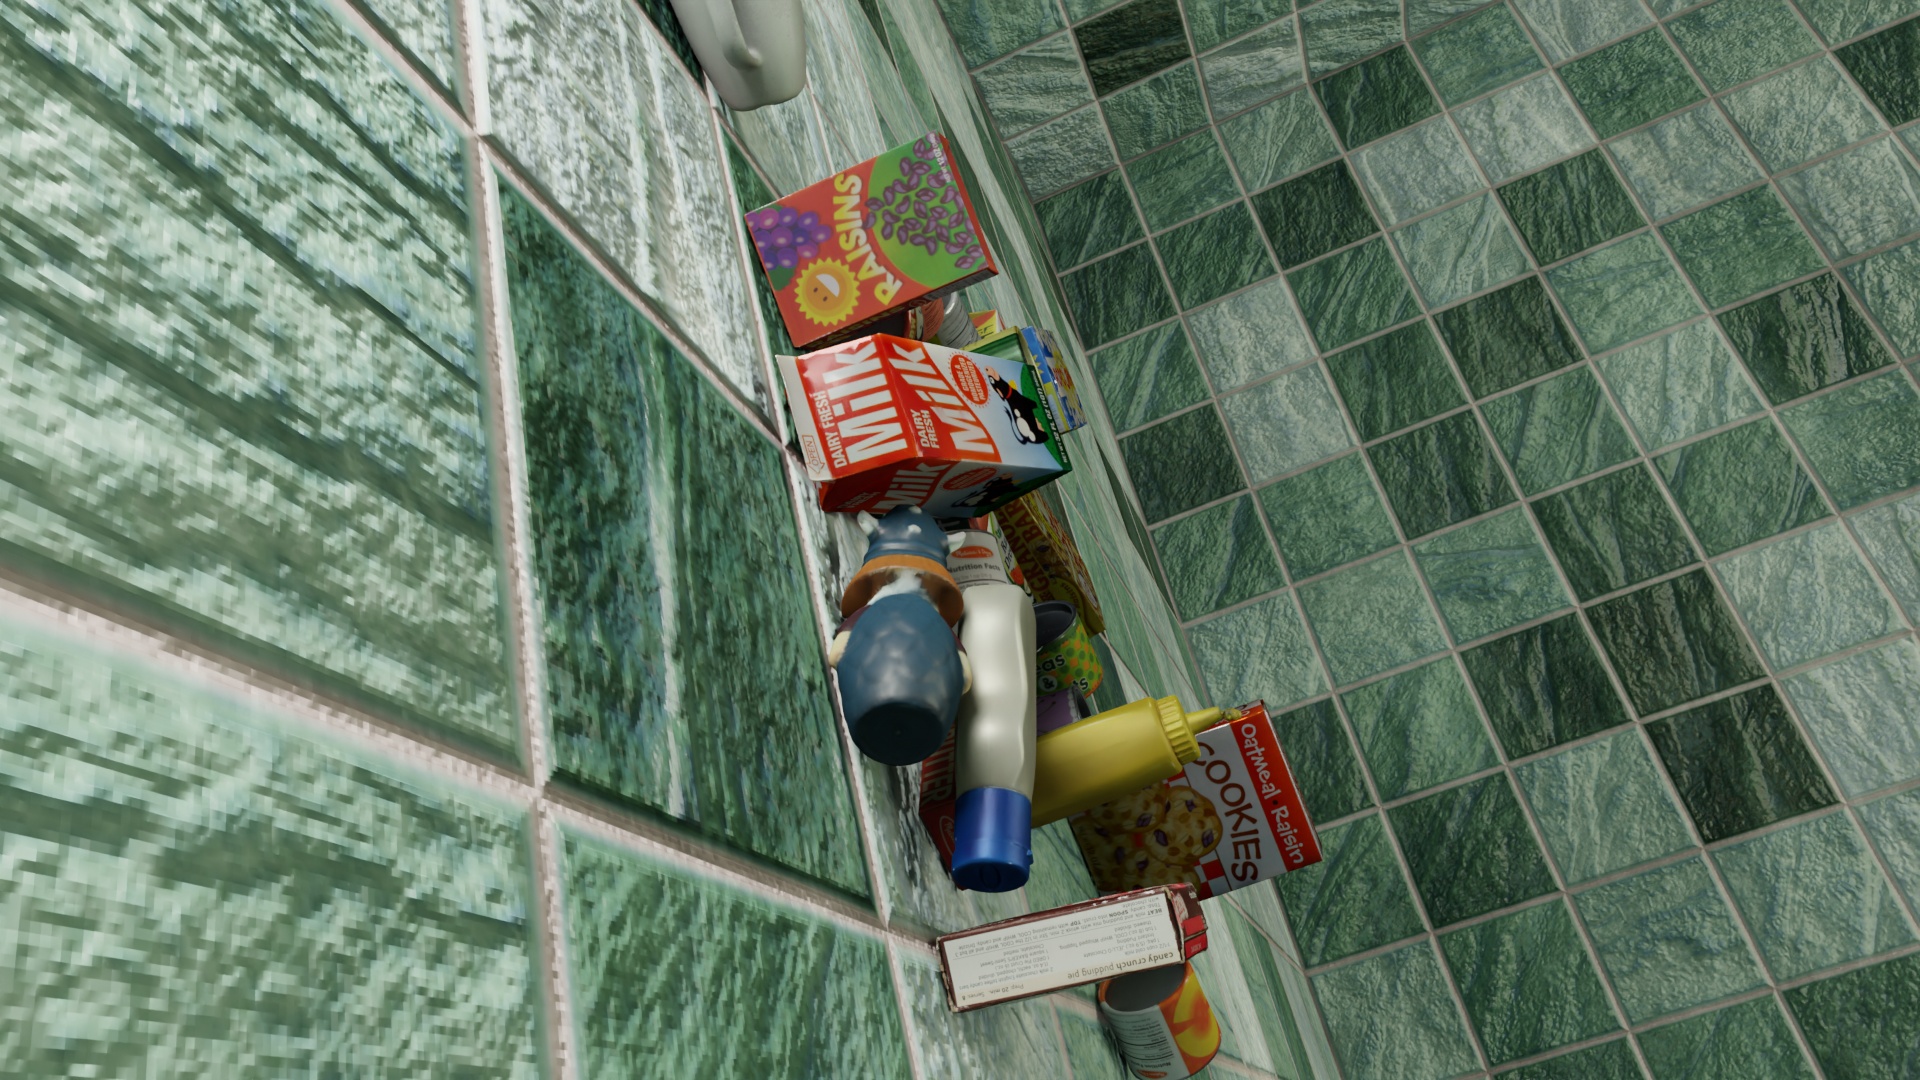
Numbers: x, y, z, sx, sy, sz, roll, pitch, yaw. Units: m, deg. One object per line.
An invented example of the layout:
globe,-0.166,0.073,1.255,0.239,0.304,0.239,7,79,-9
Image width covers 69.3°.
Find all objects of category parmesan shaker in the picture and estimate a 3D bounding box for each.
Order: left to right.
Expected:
parmesan shaker,0.005,-0.106,1.004,0.071,0.103,0.071,-23,92,-79

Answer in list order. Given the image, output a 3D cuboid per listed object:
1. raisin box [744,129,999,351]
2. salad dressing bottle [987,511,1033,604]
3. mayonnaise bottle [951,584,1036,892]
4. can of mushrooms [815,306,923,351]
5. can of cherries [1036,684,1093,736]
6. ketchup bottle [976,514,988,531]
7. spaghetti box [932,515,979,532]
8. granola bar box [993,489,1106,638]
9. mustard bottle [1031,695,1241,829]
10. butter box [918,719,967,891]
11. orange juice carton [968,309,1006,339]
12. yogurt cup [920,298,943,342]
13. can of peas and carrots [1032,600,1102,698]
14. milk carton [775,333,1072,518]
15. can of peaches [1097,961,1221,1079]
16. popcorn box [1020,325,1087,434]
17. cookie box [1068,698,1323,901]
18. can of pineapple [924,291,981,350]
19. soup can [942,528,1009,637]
raisin box,-0.051,-0.172,0.803,0.040,0.123,0.086,-31,100,-79
salad dressing bottle,0.003,-0.012,0.975,0.064,0.044,0.147,-85,152,-69
mayonnaise bottle,0.016,0.096,0.681,0.064,0.041,0.149,81,10,-51
can of mushrooms,-0.056,-0.130,0.847,0.033,0.071,0.071,-7,76,-78
can of cherries,0.062,0.139,0.933,0.071,0.058,0.071,-22,92,-80
ketchup bottle,-0.009,-0.027,0.907,0.043,0.065,0.149,112,-33,-81
spaghetti box,-0.038,-0.072,0.875,0.028,0.050,0.250,27,43,-73
granola bar box,0.060,-0.006,1.176,0.165,0.039,0.125,55,11,-26
mustard bottle,0.086,0.125,0.807,0.065,0.160,0.049,44,26,-69
butter box,0.001,0.132,0.738,0.104,0.024,0.053,-85,153,-66
orange juice carton,0.013,-0.135,1.180,0.193,0.073,0.071,-90,156,-62
yogurt cup,-0.044,-0.177,1.013,0.053,0.072,0.073,67,7,-58
can of peas and carrots,0.065,0.087,1.027,0.071,0.071,0.058,-88,155,-64
milk carton,-0.026,-0.060,0.760,0.191,0.073,0.072,2,65,-54
can of peaches,0.131,0.311,0.916,0.071,0.071,0.058,-79,145,-71
popcorn box,0.063,-0.122,1.096,0.127,0.038,0.085,-32,102,-77
cookie box,0.172,0.205,1.046,0.040,0.167,0.123,-45,113,-79
can of pineapple,-0.023,-0.159,1.075,0.071,0.071,0.057,-99,163,-50
soup can,-0.001,0.046,0.793,0.071,0.071,0.084,44,28,-66
